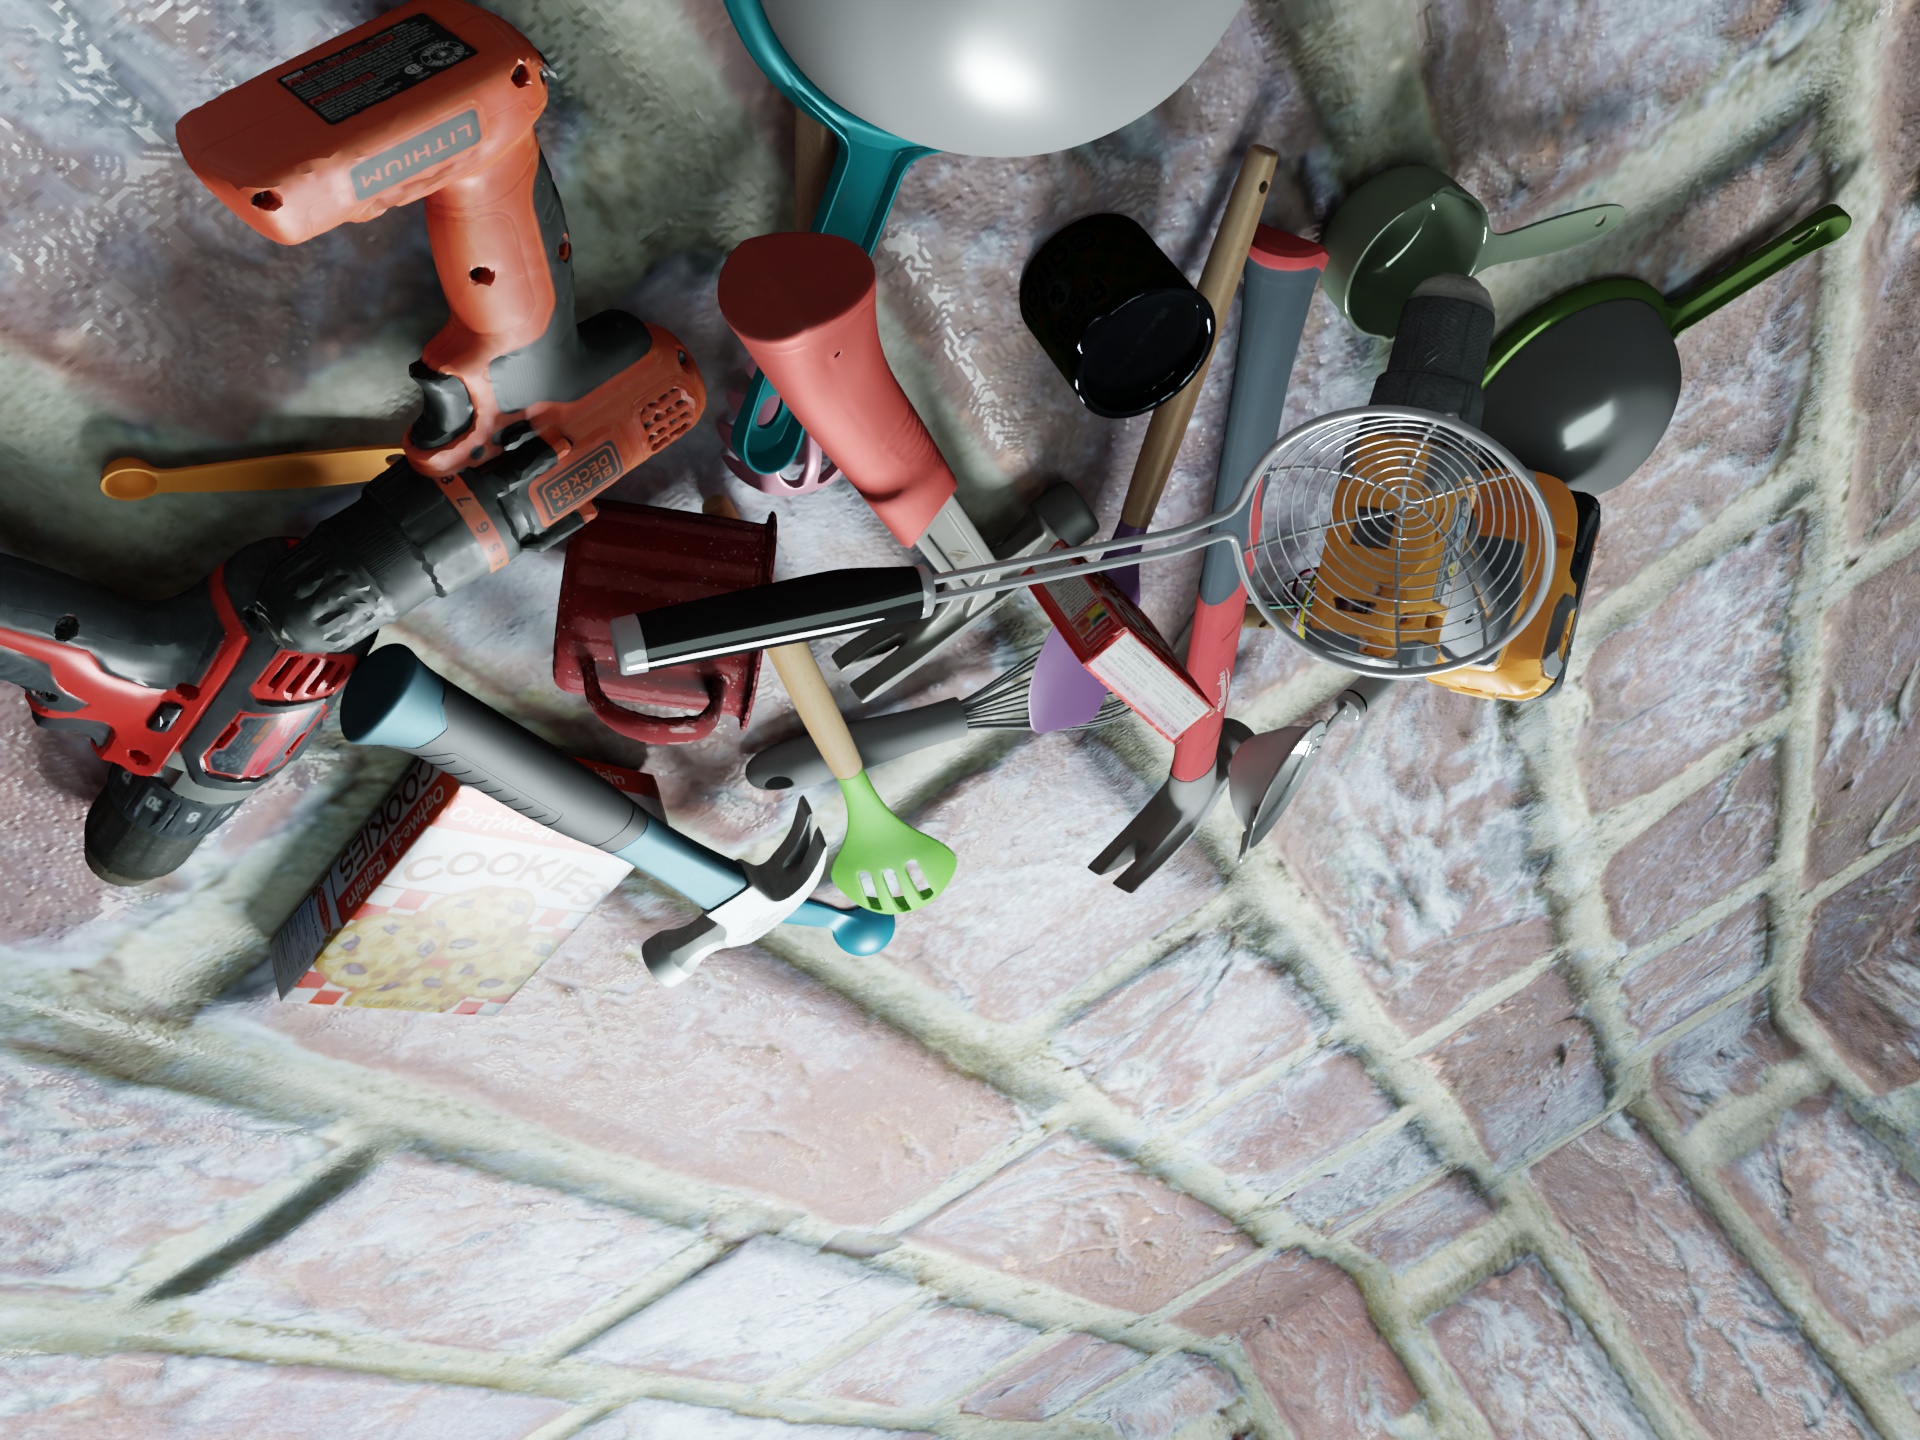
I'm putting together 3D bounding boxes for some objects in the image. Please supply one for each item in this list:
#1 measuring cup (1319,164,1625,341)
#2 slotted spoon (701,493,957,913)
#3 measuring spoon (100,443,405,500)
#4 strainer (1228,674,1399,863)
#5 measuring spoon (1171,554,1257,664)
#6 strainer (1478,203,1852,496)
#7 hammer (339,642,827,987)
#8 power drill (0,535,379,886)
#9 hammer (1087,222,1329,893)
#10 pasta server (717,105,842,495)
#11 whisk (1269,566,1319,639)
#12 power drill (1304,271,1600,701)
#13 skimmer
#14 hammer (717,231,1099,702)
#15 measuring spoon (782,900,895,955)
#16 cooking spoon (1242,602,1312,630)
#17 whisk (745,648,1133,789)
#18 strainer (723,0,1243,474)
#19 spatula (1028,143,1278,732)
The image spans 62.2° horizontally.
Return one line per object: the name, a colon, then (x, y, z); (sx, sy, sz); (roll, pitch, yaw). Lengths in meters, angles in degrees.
measuring cup: (0.242, -0.233, 0.754); (0.167, 0.038, 0.083); (-18, 144, -21)
slotted spoon: (-0.067, 0.009, 0.802); (0.070, 0.031, 0.313); (-15, 135, 7)
measuring spoon: (-0.254, -0.095, 0.589); (0.117, 0.011, 0.021); (-11, 158, -30)
strainer: (0.227, -0.004, 0.955); (0.258, 0.050, 0.086); (-38, 152, -29)
measuring spoon: (0.142, -0.048, 0.934); (0.034, 0.018, 0.124); (0, 135, -36)
strainer: (0.393, -0.194, 0.884); (0.256, 0.069, 0.151); (-33, 146, 7)
hammer: (-0.164, 0.046, 0.729); (0.128, 0.033, 0.330); (-32, 151, 6)
power drill: (-0.350, -0.006, 0.576); (0.188, 0.080, 0.226); (-43, 148, 27)
hammer: (0.131, -0.070, 0.829); (0.143, 0.038, 0.386); (-42, 149, -33)
pasta server: (-0.056, -0.204, 0.583); (0.060, 0.040, 0.316); (-15, 139, -21)
whisk: (0.244, -0.070, 0.916); (0.051, 0.047, 0.245); (-18, 176, 37)
power drill: (0.251, -0.103, 0.794); (0.226, 0.084, 0.185); (10, 93, -54)
skimmer: (0.052, -0.047, 0.619); (0.363, 0.090, 0.127); (-12, 131, -15)
hammer: (-0.030, -0.091, 0.635); (0.149, 0.037, 0.359); (-36, 166, 4)
measuring spoon: (-0.085, 0.129, 0.990); (0.042, 0.021, 0.128); (-44, 145, 20)
cooking spoon: (0.291, -0.064, 1.024); (0.318, 0.017, 0.068); (-1, 136, -36)
whisk: (-0.001, -0.003, 0.864); (0.239, 0.055, 0.055); (-16, 144, -12)
strainer: (0.008, -0.209, 0.520); (0.211, 0.095, 0.340); (-5, 133, -44)
spatula: (0.089, -0.117, 0.759); (0.059, 0.018, 0.315); (-10, 134, -34)
